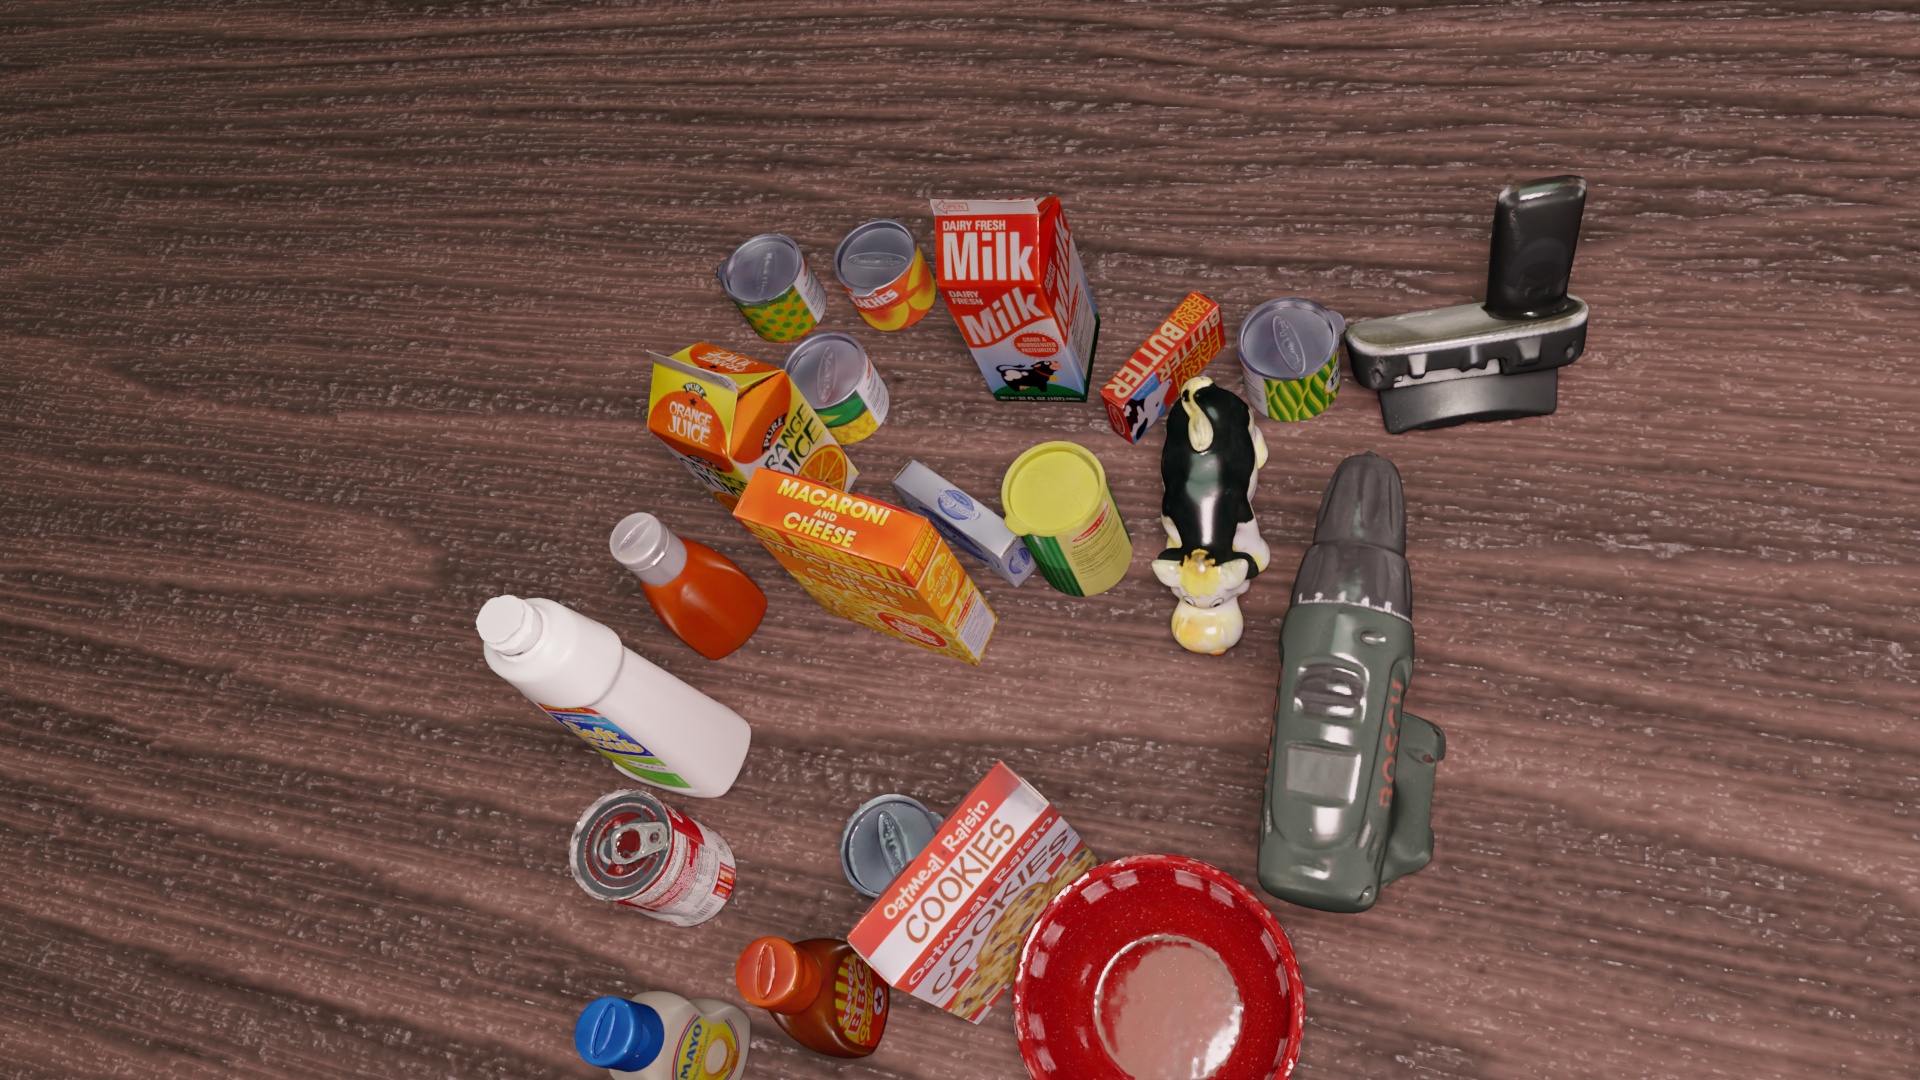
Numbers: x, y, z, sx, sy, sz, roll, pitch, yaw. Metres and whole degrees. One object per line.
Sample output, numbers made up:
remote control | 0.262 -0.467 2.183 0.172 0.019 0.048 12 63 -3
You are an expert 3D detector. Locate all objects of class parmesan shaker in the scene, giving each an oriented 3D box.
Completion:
parmesan shaker | 0.069 -0.010 0.908 0.071 0.102 0.071 -7 63 14

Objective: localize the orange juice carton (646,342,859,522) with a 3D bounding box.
orange juice carton | -0.146 -0.071 0.952 0.072 0.192 0.073 21 73 25

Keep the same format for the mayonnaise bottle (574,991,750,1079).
mayonnaise bottle | -0.171 0.293 0.806 0.041 0.147 0.065 6 67 20

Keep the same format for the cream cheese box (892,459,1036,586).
cream cheese box | 0.003 -0.012 0.958 0.104 0.053 0.024 35 79 28

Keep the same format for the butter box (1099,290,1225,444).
butter box | 0.142 -0.121 0.969 0.024 0.053 0.103 38 80 28

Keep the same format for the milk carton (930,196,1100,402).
milk carton | 0.039 -0.172 0.947 0.072 0.190 0.074 4 66 19

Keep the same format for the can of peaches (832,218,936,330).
can of peaches | -0.058 -0.201 1.067 0.071 0.058 0.071 -7 63 14

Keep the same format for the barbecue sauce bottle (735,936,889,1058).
barbecue sauce bottle | -0.084 0.258 0.797 0.043 0.148 0.065 -4 64 15

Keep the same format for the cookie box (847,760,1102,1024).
cookie box | 0.014 0.202 0.783 0.040 0.167 0.123 37 80 28

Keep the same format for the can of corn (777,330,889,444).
can of corn | -0.095 -0.112 1.034 0.071 0.058 0.071 -7 63 14

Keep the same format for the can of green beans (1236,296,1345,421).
can of green beans | 0.224 -0.122 0.942 0.071 0.057 0.071 -7 63 14

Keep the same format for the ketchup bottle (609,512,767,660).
ketchup bottle | -0.185 0.029 0.940 0.043 0.148 0.065 36 80 28

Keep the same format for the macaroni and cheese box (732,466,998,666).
macaroni and cheese box | -0.057 0.018 0.896 0.124 0.166 0.040 17 71 24

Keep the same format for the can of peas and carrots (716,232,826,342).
can of peas and carrots | -0.148 -0.197 1.091 0.071 0.058 0.071 -7 63 14

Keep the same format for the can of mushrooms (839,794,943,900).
can of mushrooms | -0.038 0.196 0.879 0.071 0.033 0.071 -7 63 14
